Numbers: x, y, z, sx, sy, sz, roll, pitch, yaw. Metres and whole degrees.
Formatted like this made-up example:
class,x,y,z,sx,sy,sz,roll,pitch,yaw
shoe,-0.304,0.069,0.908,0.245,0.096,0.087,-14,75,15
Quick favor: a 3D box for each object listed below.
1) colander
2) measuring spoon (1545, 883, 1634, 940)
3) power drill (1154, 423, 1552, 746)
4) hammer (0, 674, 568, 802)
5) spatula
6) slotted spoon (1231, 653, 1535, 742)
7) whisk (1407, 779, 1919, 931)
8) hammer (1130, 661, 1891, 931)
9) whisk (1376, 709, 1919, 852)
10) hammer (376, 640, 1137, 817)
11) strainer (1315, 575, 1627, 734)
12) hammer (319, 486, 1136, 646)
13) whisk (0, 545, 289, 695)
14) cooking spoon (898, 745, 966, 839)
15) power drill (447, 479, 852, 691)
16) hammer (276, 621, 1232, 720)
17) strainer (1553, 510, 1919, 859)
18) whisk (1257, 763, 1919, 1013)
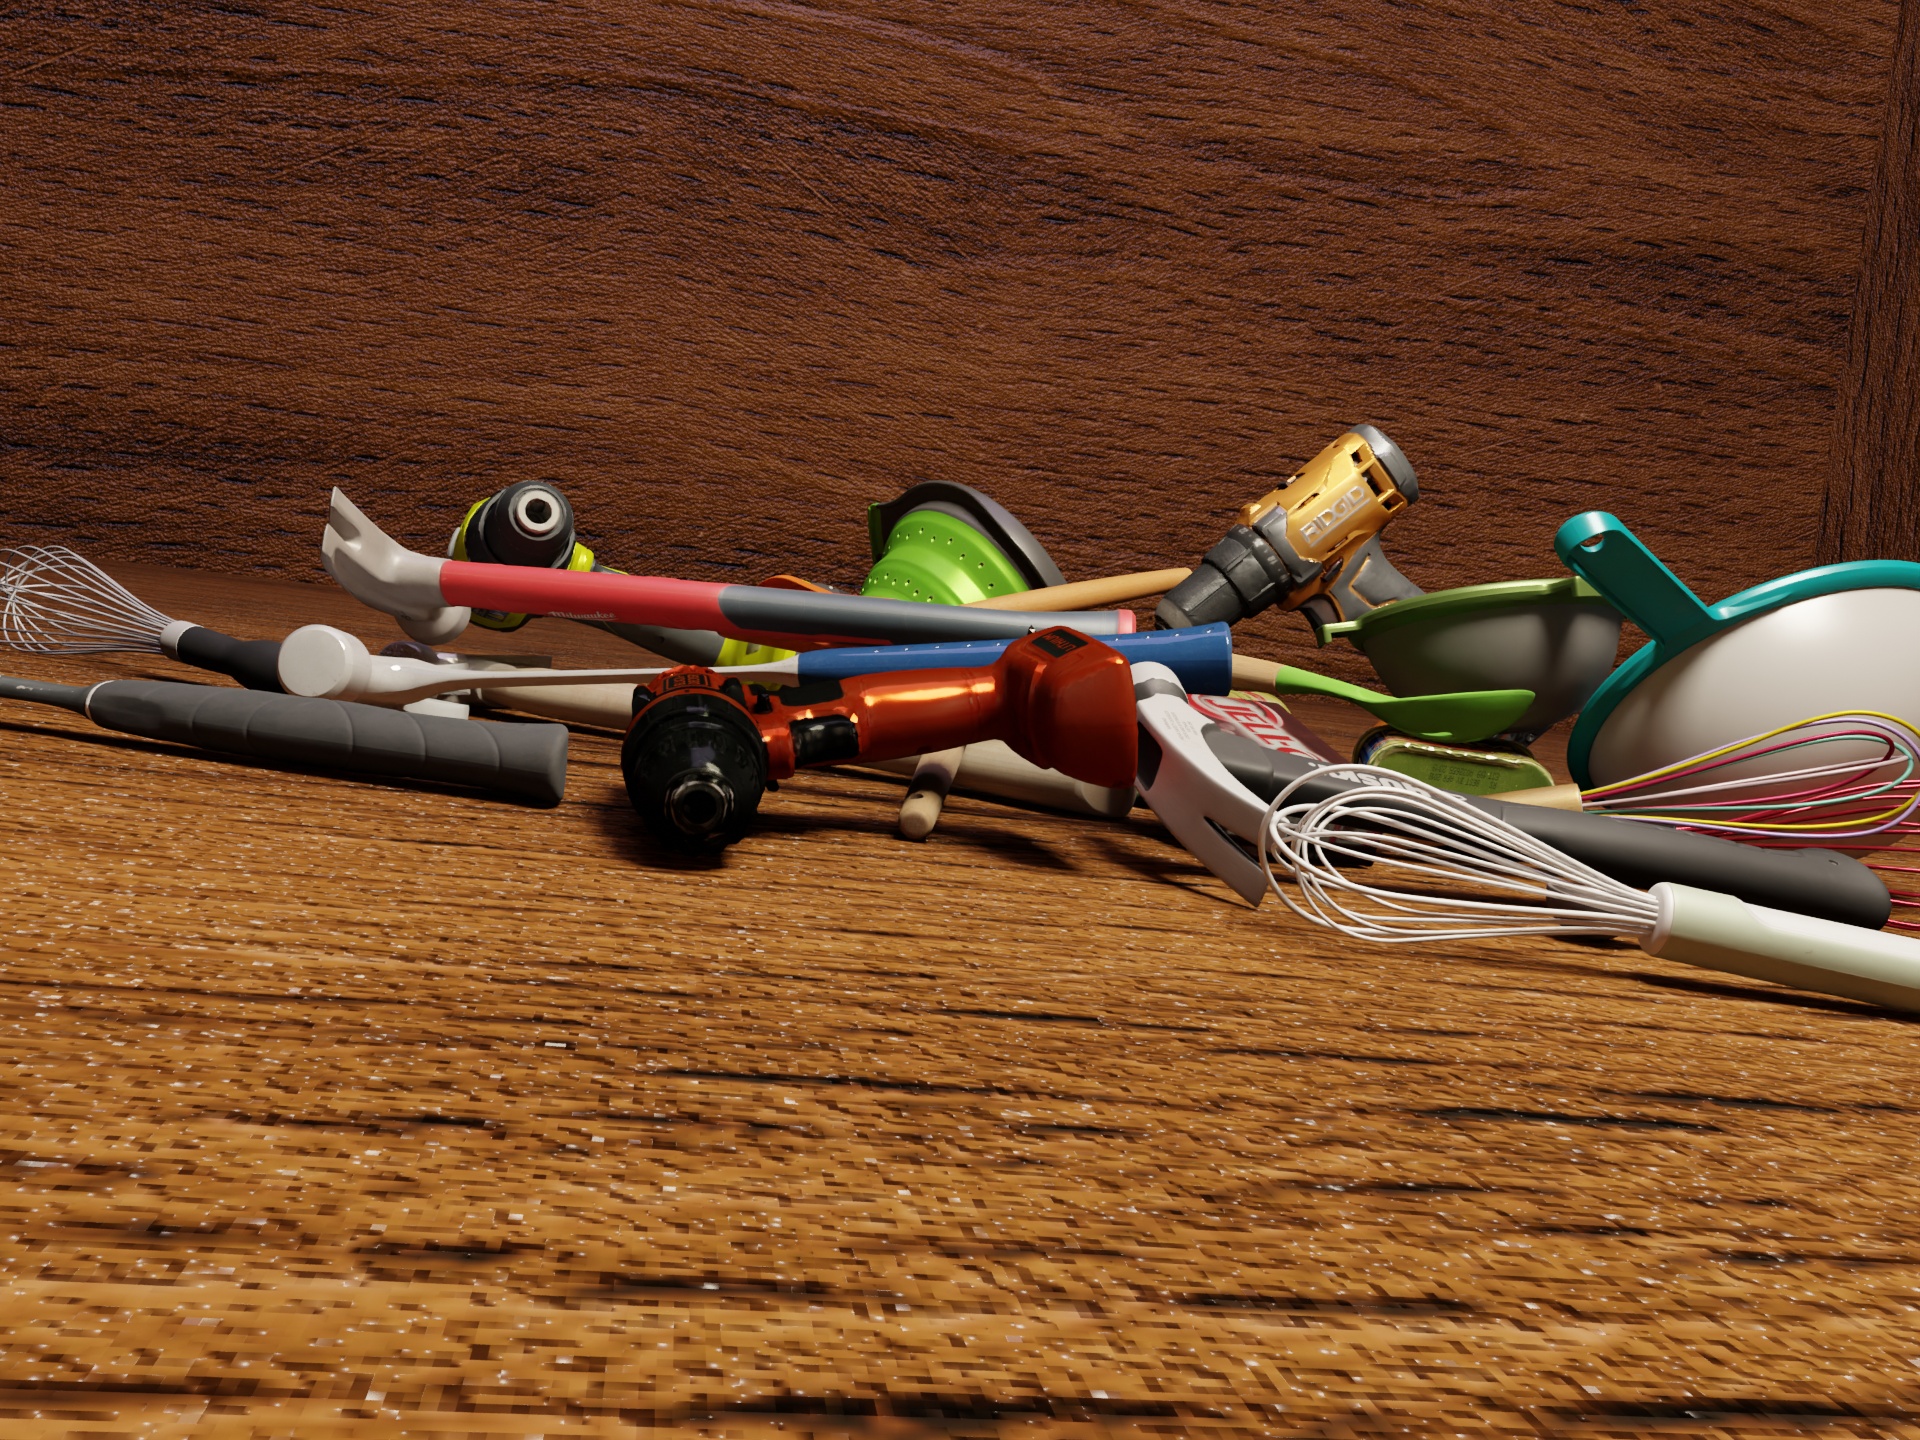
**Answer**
class,x,y,z,sx,sy,sz,roll,pitch,yaw
colander,0.044,-0.022,1.047,0.094,0.204,0.397,-35,46,-29
measuring spoon,0.275,0.083,0.585,0.124,0.018,0.034,14,7,2
power drill,0.247,-0.046,1.010,0.185,0.226,0.084,-38,9,-4
hammer,-0.349,-0.010,0.623,0.409,0.036,0.149,8,5,6
spatula,0.015,-0.072,0.931,0.322,0.041,0.081,-13,-13,-36
slotted spoon,0.151,-0.025,0.843,0.070,0.031,0.314,2,8,-44
whisk,0.358,0.059,0.753,0.296,0.073,0.073,2,2,18
hammer,0.231,0.048,0.651,0.334,0.035,0.146,12,22,-11
whisk,0.307,0.033,0.730,0.245,0.047,0.051,-9,42,19
hammer,-0.104,0.003,0.860,0.411,0.038,0.146,9,3,19
strainer,0.321,-0.022,0.903,0.151,0.069,0.256,-10,-12,36
hammer,-0.107,-0.058,0.777,0.386,0.038,0.143,5,-14,2
whisk,-0.454,-0.051,0.890,0.285,0.070,0.070,14,7,26
cooking spoon,-0.001,-0.002,0.774,0.069,0.017,0.319,-2,15,7
power drill,-0.185,-0.071,0.939,0.228,0.080,0.190,20,-15,-20
hammer,-0.083,-0.022,0.727,0.405,0.035,0.144,-1,-5,3
strainer,0.389,0.000,0.776,0.211,0.095,0.340,-36,-42,30
whisk,0.220,0.062,0.520,0.246,0.059,0.058,12,16,4
